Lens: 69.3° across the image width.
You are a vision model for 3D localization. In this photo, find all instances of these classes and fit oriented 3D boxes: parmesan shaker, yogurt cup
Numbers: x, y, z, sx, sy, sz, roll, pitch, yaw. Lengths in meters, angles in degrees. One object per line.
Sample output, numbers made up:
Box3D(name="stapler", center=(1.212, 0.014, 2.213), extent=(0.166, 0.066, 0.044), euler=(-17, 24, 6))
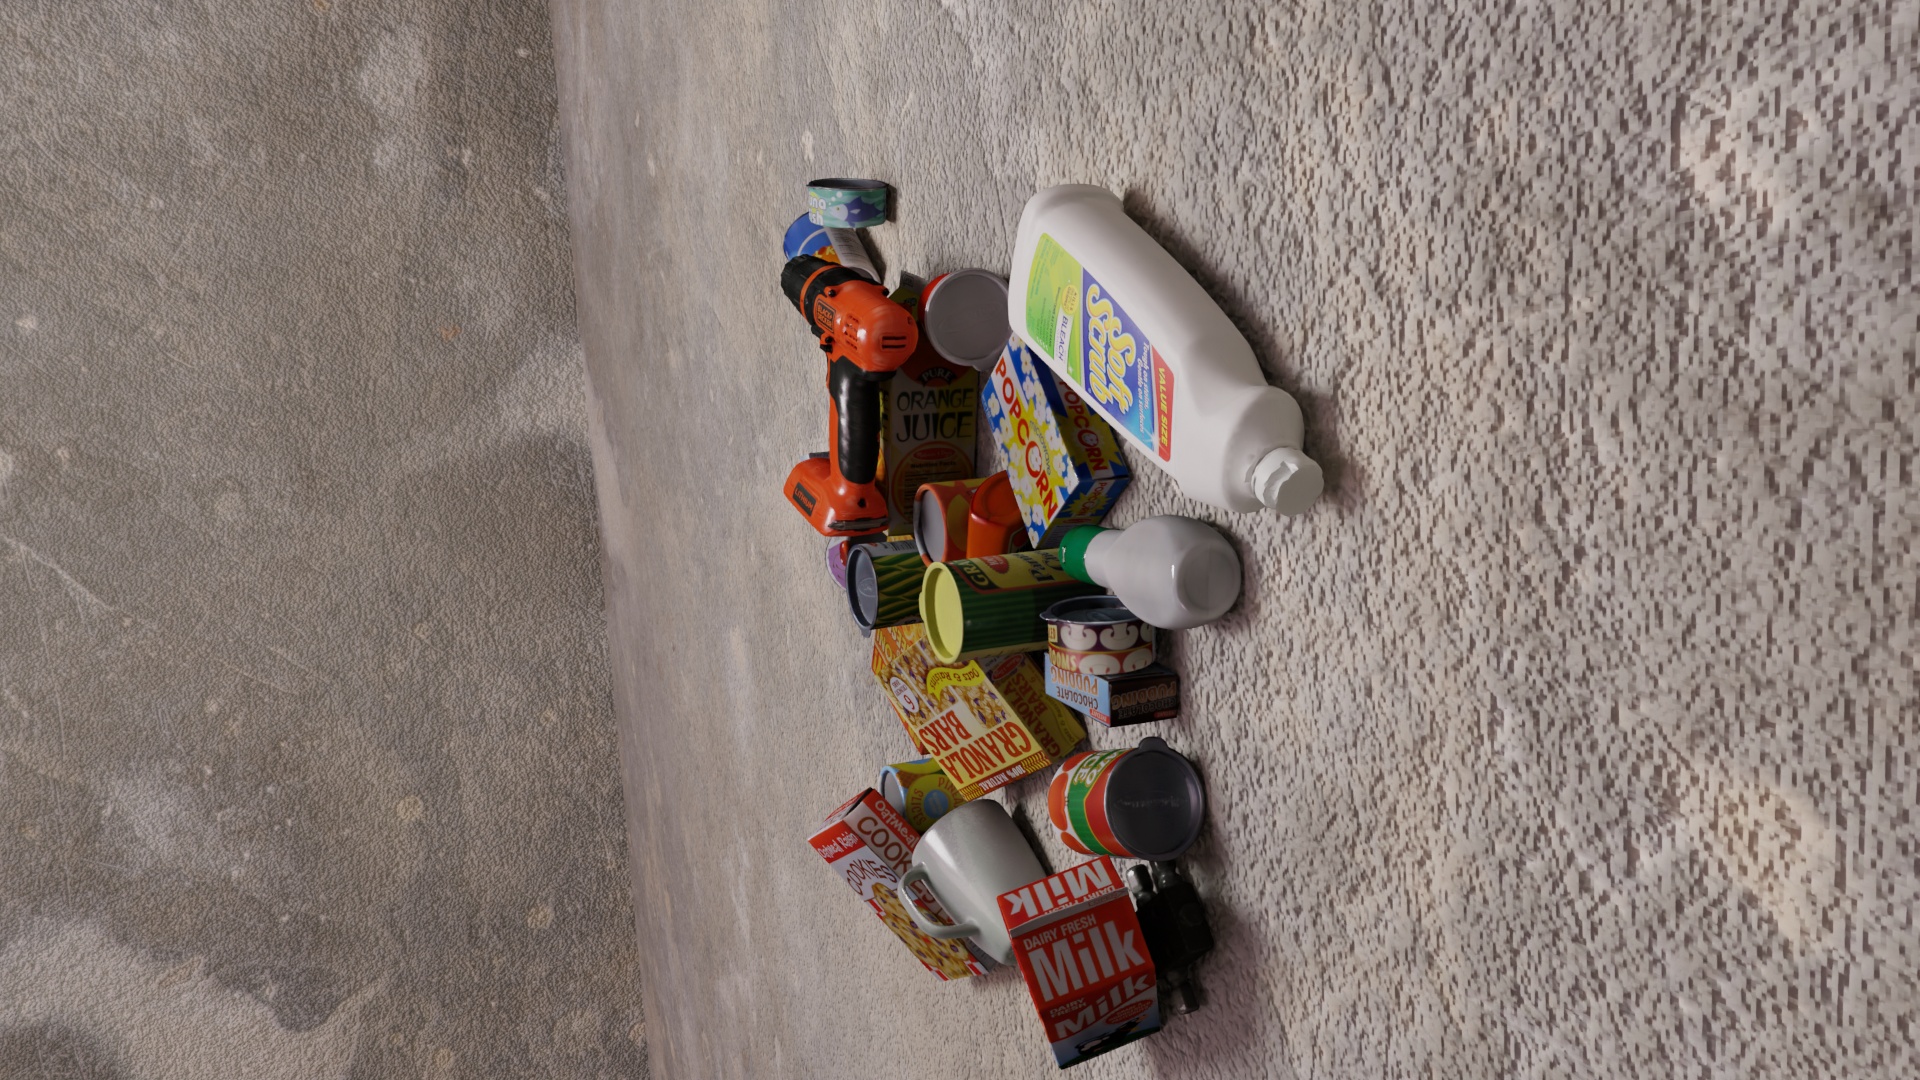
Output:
Box3D(name="parmesan shaker", center=(0.033, 0.040, 0.909), extent=(0.071, 0.103, 0.071), euler=(174, 89, -67))
Box3D(name="yogurt cup", center=(0.002, -0.160, 0.983), extent=(0.054, 0.072, 0.072), euler=(-139, 46, -69))

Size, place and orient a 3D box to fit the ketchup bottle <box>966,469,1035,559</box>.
Box3D(name="ketchup bottle", center=(0.027, 0.024, 0.980), extent=(0.043, 0.065, 0.148), euler=(21, 135, 18))

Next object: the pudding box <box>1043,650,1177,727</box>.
Box3D(name="pudding box", center=(0.092, 0.088, 0.854), extent=(0.084, 0.050, 0.030), euler=(-159, 67, -64))

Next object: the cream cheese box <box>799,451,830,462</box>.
Box3D(name="cream cheese box", center=(-0.078, -0.049, 1.146), extent=(0.024, 0.104, 0.053), euler=(-17, 82, 63))

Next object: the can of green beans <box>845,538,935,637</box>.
Box3D(name="can of green beans", center=(-0.050, 0.033, 1.059), extent=(0.071, 0.058, 0.071), euler=(175, 89, -65))

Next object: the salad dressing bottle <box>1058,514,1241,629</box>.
Box3D(name="salad dressing bottle", center=(0.105, 0.014, 0.812), extent=(0.147, 0.044, 0.064), euler=(-166, 74, -67))

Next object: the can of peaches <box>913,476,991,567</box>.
Box3D(name="can of peaches", center=(0.004, -0.013, 1.023), extent=(0.071, 0.058, 0.071), euler=(175, 89, -68))

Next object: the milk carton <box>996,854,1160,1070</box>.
Box3D(name="milk carton", center=(0.072, 0.250, 0.832), extent=(0.189, 0.072, 0.074), euler=(74, 174, -56))

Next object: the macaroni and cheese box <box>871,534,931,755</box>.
Box3D(name="macaroni and cheese box", center=(-0.027, 0.073, 1.142), extent=(0.124, 0.040, 0.165), euler=(-126, 37, -49))

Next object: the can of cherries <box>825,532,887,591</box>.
Box3D(name="can of cherries", center=(-0.077, 0.013, 1.214), extent=(0.058, 0.071, 0.071), euler=(152, 109, -65))

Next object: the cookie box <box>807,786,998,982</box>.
Box3D(name="cookie box", center=(-0.043, 0.282, 1.134), extent=(0.167, 0.040, 0.122), euler=(46, 152, 1))

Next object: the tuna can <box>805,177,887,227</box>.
Box3D(name="tuna can", center=(-0.097, -0.285, 1.170), extent=(0.071, 0.071, 0.032), euler=(-139, 46, -58))

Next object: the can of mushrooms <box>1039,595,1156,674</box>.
Box3D(name="can of mushrooms", center=(0.083, 0.056, 0.838), extent=(0.071, 0.071, 0.033), euler=(-157, 61, -64))

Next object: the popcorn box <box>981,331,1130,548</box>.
Box3D(name="popcorn box", center=(0.059, -0.070, 0.903), extent=(0.084, 0.038, 0.127), euler=(120, 137, -54))

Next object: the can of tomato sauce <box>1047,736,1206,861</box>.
Box3D(name="can of tomato sauce", center=(0.098, 0.156, 0.836), extent=(0.083, 0.071, 0.071), euler=(152, 109, -66))

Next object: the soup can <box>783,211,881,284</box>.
Box3D(name="soup can", center=(-0.115, -0.240, 1.227), extent=(0.071, 0.071, 0.084), euler=(107, 147, -43))

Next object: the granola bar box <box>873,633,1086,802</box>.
Box3D(name="granola bar box", center=(0.010, 0.118, 1.009), extent=(0.124, 0.039, 0.165), euler=(53, 152, 3))

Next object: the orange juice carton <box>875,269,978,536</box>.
Box3D(name="orange juice carton", center=(-0.034, -0.107, 1.066), extent=(0.072, 0.073, 0.192), euler=(-143, 51, -60))

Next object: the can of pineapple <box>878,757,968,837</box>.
Box3D(name="can of pineapple", center=(-0.031, 0.217, 1.167), extent=(0.071, 0.058, 0.071), euler=(174, 89, -67))
